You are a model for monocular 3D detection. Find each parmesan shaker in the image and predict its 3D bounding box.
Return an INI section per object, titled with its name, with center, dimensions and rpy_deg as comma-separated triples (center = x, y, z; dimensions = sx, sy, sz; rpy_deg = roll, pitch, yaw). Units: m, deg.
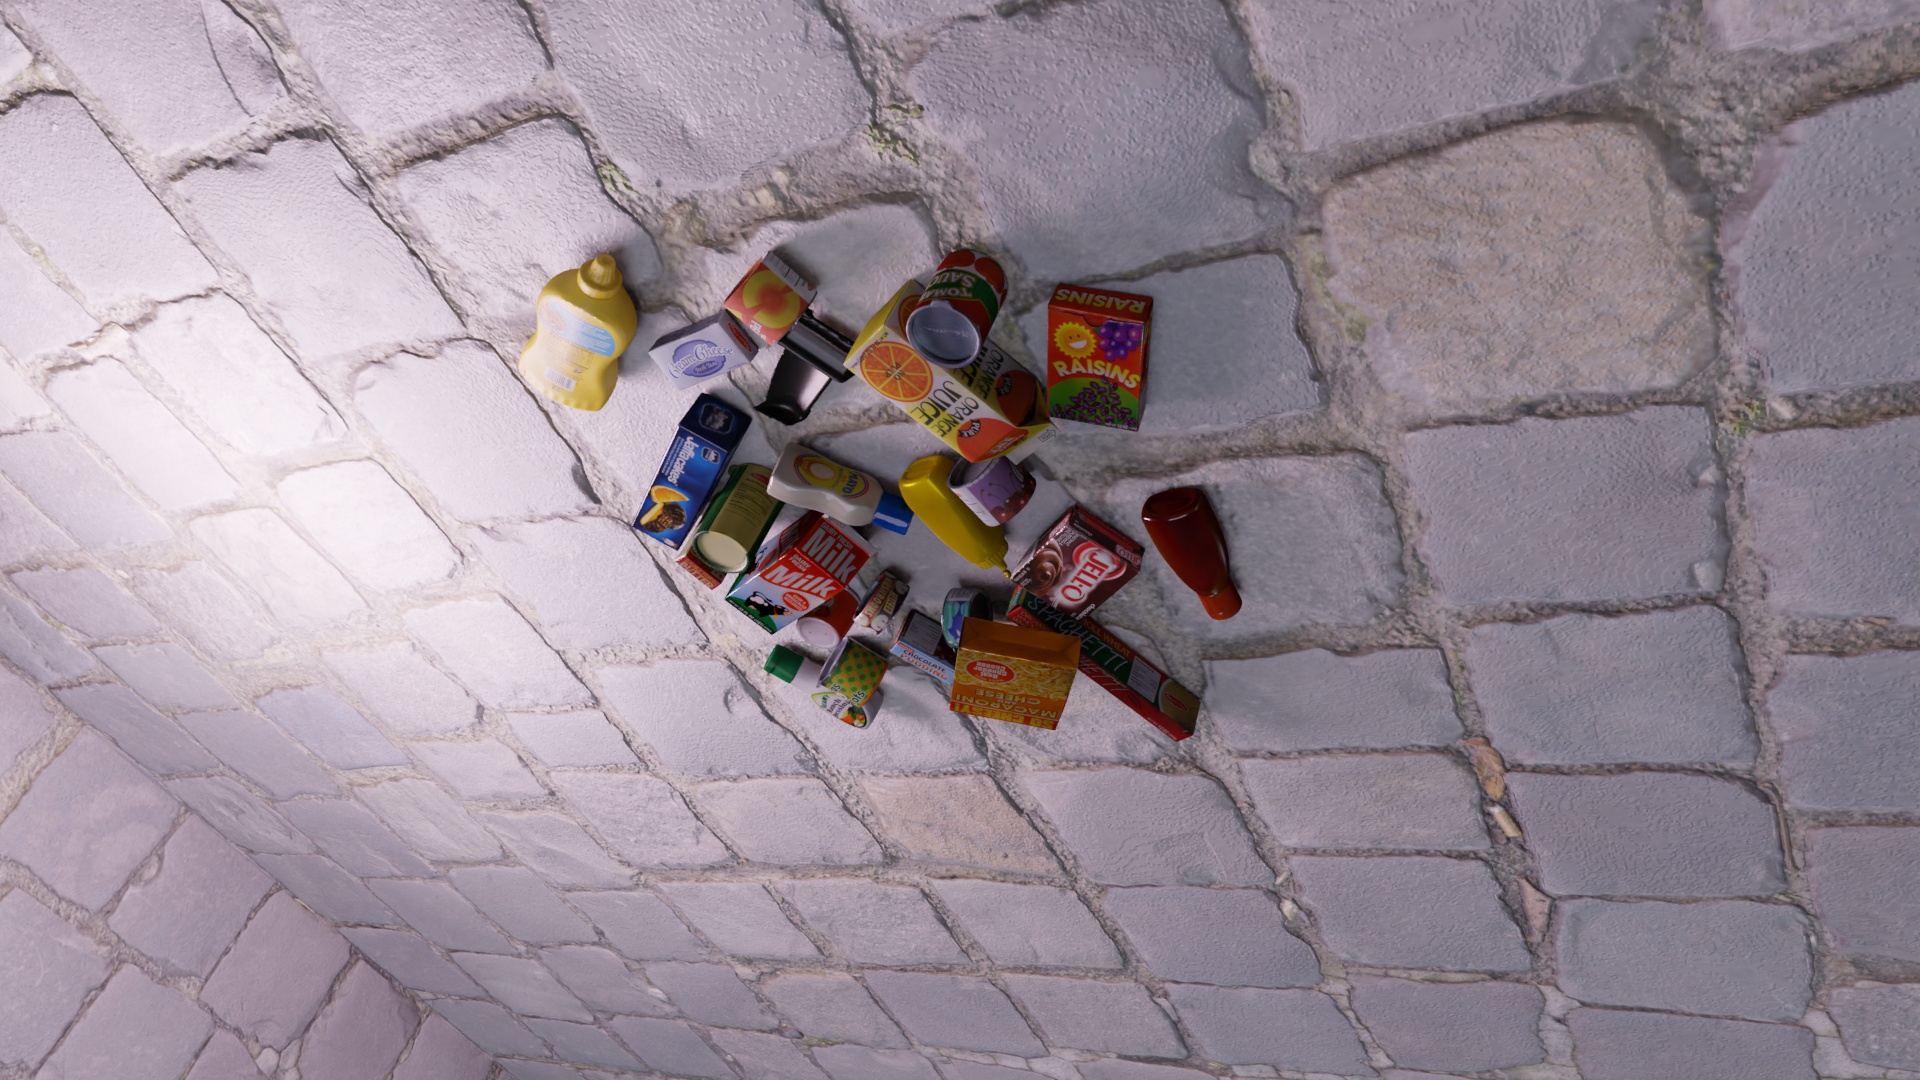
[parmesan shaker]
center = -0.235, -0.024, 1.466
dimensions = 0.071, 0.103, 0.071
rpy_deg = 13, 138, 12

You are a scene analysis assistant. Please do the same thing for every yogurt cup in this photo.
[yogurt cup]
center = -0.153, 0.087, 1.584
dimensions = 0.072, 0.054, 0.072
rpy_deg = 13, 139, 12

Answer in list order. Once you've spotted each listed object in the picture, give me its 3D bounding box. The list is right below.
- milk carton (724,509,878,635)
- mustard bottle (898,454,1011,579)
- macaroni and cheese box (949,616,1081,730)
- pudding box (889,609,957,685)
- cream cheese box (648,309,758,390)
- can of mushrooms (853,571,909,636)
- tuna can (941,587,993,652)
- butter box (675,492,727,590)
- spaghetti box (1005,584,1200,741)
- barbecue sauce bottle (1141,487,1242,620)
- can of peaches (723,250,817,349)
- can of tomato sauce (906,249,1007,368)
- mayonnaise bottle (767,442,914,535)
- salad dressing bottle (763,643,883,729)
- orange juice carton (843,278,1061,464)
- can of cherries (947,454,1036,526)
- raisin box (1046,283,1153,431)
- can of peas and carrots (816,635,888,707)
[milk carton]
center = -0.169, 0.026, 1.512
dimensions = 0.072, 0.074, 0.190
rpy_deg = 41, 136, -19
[mustard bottle]
center = 0.005, -0.018, 1.404
dimensions = 0.065, 0.049, 0.160
rpy_deg = -8, 132, 45
[macaroni and cheese box]
center = 0.056, 0.143, 1.475
dimensions = 0.124, 0.040, 0.165
rpy_deg = 11, 150, 2
[pudding box]
center = -0.032, 0.121, 1.568
dimensions = 0.084, 0.050, 0.030
rpy_deg = 29, 140, -7
[cream cheese box]
center = -0.253, -0.186, 1.364
dimensions = 0.103, 0.024, 0.053
rpy_deg = -15, 125, 35
[can of mushrooms]
center = -0.086, 0.069, 1.523
dimensions = 0.033, 0.071, 0.070
rpy_deg = 34, 138, -10
[tuna can]
center = 0.008, 0.086, 1.498
dimensions = 0.033, 0.071, 0.070
rpy_deg = -1, 133, 25
[butter box]
center = -0.263, -0.001, 1.504
dimensions = 0.053, 0.104, 0.024
rpy_deg = 42, 137, -21
[spaghetti box]
center = 0.154, 0.127, 1.488
dimensions = 0.250, 0.050, 0.028
rpy_deg = 37, 136, -14
[barbecue sauce bottle]
center = 0.230, 0.016, 1.341
dimensions = 0.065, 0.044, 0.148
rpy_deg = -9, 130, 32
[can of peaches]
center = -0.174, -0.218, 1.259
dimensions = 0.058, 0.071, 0.071
rpy_deg = 41, 136, -18
[can of tomato sauce]
center = -0.002, -0.200, 1.188
dimensions = 0.071, 0.083, 0.070
rpy_deg = 13, 138, 12
[mayonnaise bottle]
center = -0.119, -0.048, 1.422
dimensions = 0.148, 0.065, 0.041
rpy_deg = 21, 135, -3
[salad dressing bottle]
center = -0.168, 0.177, 1.694
dimensions = 0.147, 0.044, 0.064
rpy_deg = 30, 137, -7
[orange juice carton]
center = -0.001, -0.140, 1.259
dimensions = 0.192, 0.073, 0.071
rpy_deg = 37, 137, -15
[can of cherries]
center = 0.032, -0.058, 1.339
dimensions = 0.071, 0.072, 0.058
rpy_deg = -23, 122, 40
[raisin box]
center = 0.120, -0.158, 1.211
dimensions = 0.086, 0.040, 0.122
rpy_deg = 12, 137, 14
[can of peas and carrots]
center = -0.127, 0.156, 1.633
dimensions = 0.059, 0.071, 0.070
rpy_deg = 32, 138, -11
